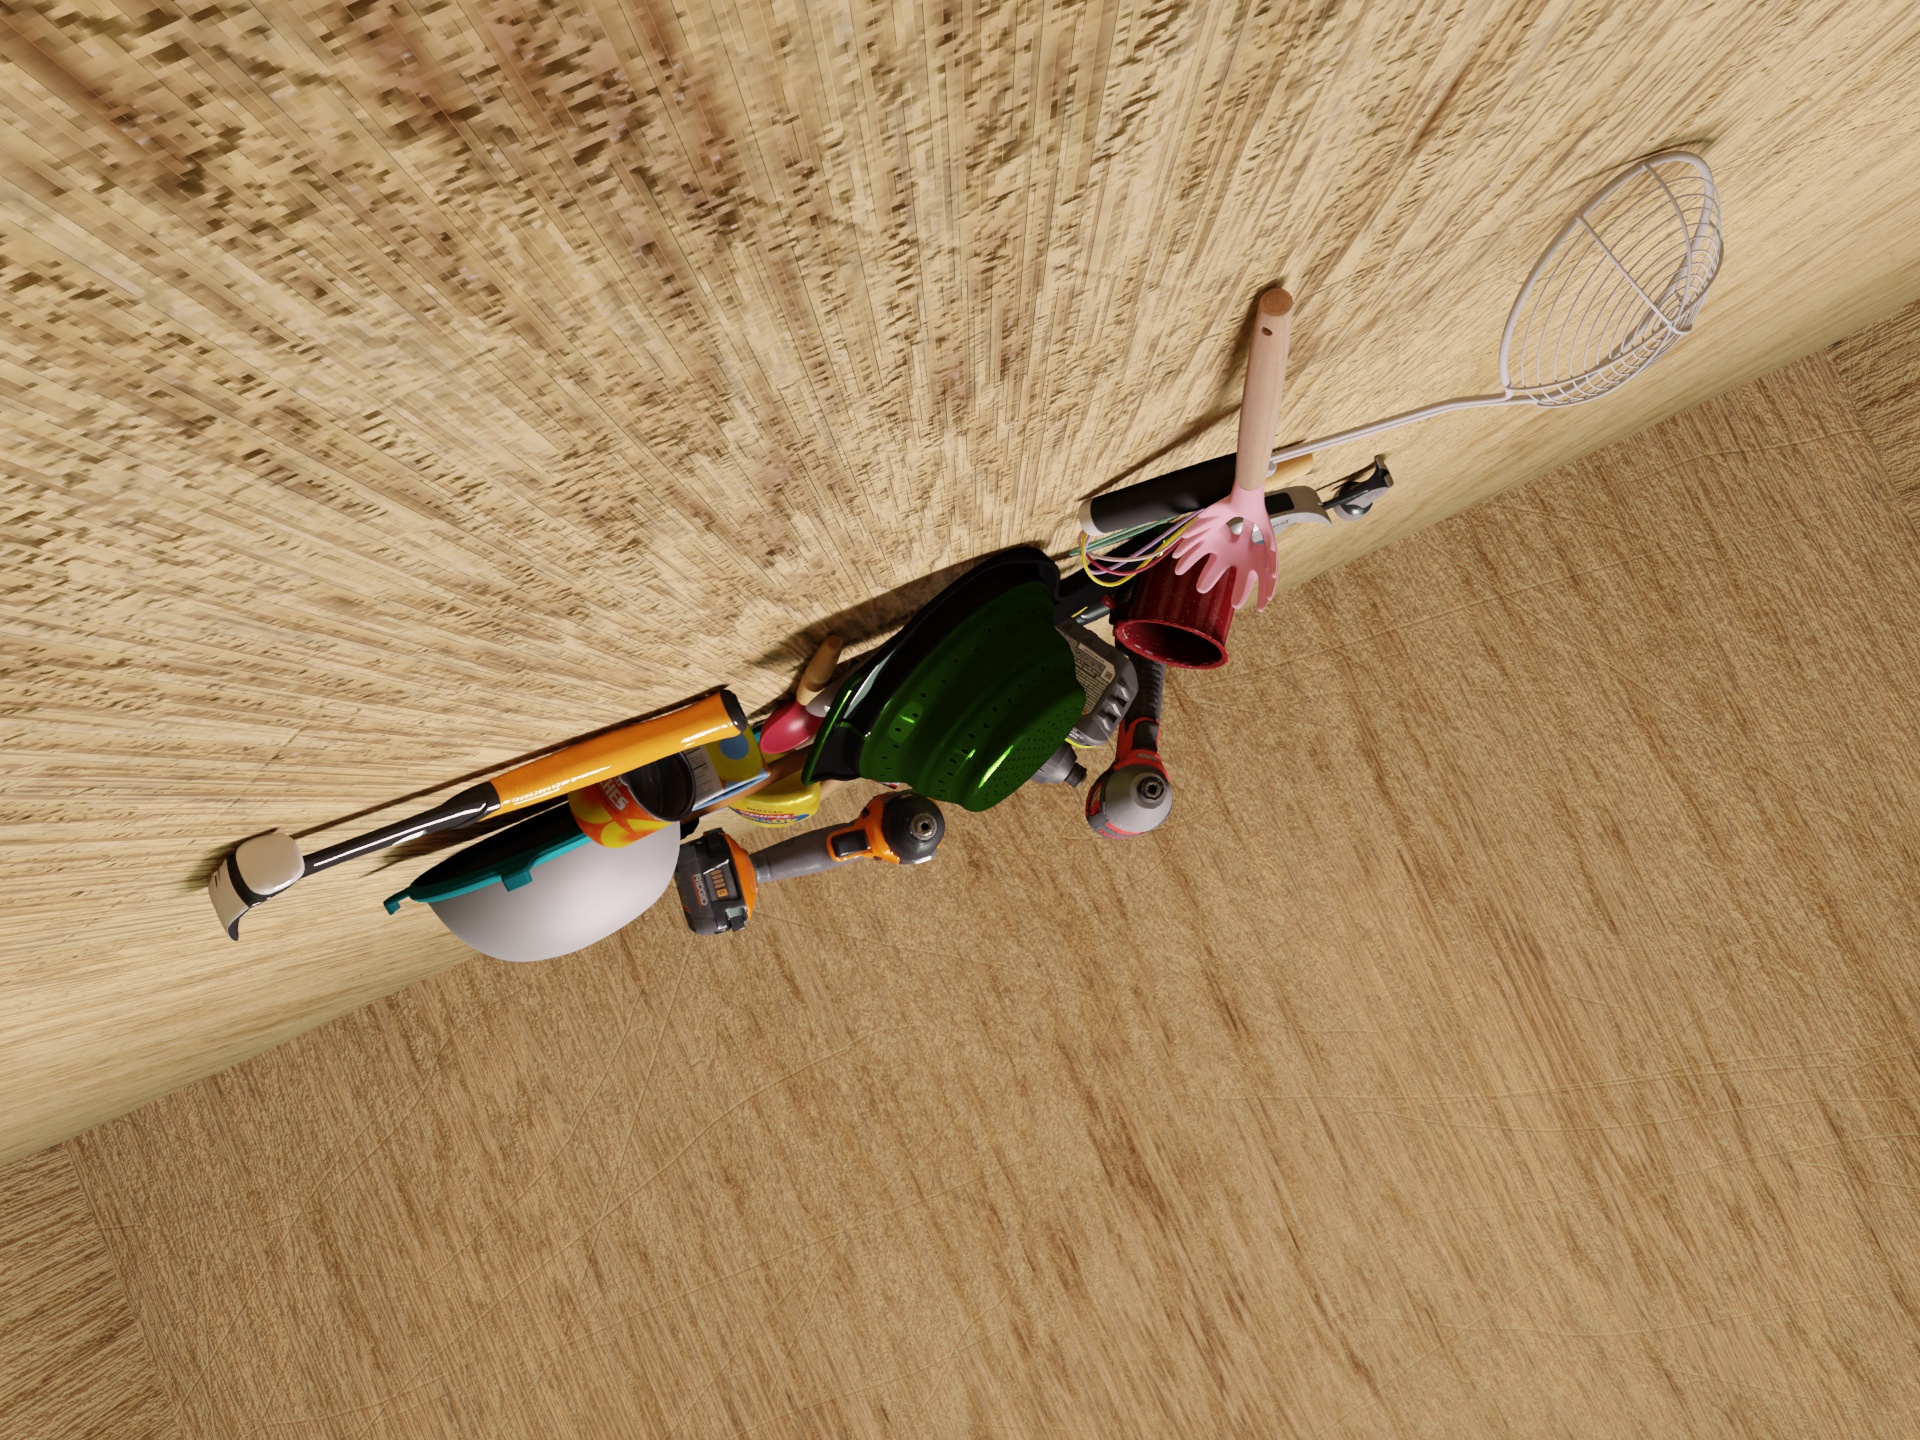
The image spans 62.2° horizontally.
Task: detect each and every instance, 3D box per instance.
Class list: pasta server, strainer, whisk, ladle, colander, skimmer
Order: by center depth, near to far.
[{"bbox_3d":[0.139,-0.122,0.774,0.040,0.060,0.316,-62,168,-8],"label":"pasta server"},{"bbox_3d":[0.207,-0.180,0.829,0.363,0.090,0.127,-13,168,41],"label":"skimmer"},{"bbox_3d":[0.157,-0.140,1.049,0.245,0.047,0.051,-26,178,-39],"label":"whisk"},{"bbox_3d":[0.066,-0.041,1.096,0.397,0.094,0.204,-32,160,-41],"label":"colander"},{"bbox_3d":[-0.111,-0.021,1.160,0.069,0.031,0.315,-32,177,-15],"label":"ladle"},{"bbox_3d":[-0.254,0.099,1.230,0.211,0.095,0.340,-14,-170,43],"label":"strainer"}]

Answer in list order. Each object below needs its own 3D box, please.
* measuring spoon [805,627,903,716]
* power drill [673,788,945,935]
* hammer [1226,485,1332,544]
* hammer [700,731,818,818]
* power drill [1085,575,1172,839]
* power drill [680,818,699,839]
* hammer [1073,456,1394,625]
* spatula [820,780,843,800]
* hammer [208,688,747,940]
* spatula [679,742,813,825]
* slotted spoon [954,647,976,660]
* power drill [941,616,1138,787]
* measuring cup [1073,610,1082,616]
[{"bbox_3d":[-0.056,-0.040,1.103,0.124,0.018,0.034,-38,178,9],"label":"measuring spoon"},{"bbox_3d":[-0.122,0.111,1.329,0.226,0.084,0.164,-16,179,-14],"label":"power drill"},{"bbox_3d":[0.243,-0.128,1.434,0.128,0.033,0.331,-20,166,-8],"label":"hammer"},{"bbox_3d":[-0.199,0.048,1.611,0.331,0.031,0.130,-27,176,34],"label":"hammer"},{"bbox_3d":[0.160,-0.010,1.363,0.078,0.220,0.143,12,169,-5],"label":"power drill"},{"bbox_3d":[-0.340,0.123,1.405,0.190,0.080,0.228,-24,174,-22],"label":"power drill"},{"bbox_3d":[0.219,-0.147,1.484,0.409,0.036,0.149,-24,176,-6],"label":"hammer"},{"bbox_3d":[-0.065,0.020,1.513,0.317,0.044,0.082,-40,167,27],"label":"spatula"},{"bbox_3d":[-0.276,0.046,0.957,0.337,0.034,0.127,-22,176,-38],"label":"hammer"},{"bbox_3d":[-0.134,0.021,1.387,0.322,0.041,0.081,-26,178,-31],"label":"spatula"},{"bbox_3d":[-0.002,-0.004,1.251,0.070,0.031,0.313,-14,160,-9],"label":"slotted spoon"},{"bbox_3d":[0.055,-0.015,1.311,0.080,0.171,0.223,-57,-177,-18],"label":"power drill"},{"bbox_3d":[0.076,-0.093,1.355,0.062,0.029,0.156,-24,178,6],"label":"measuring cup"}]
